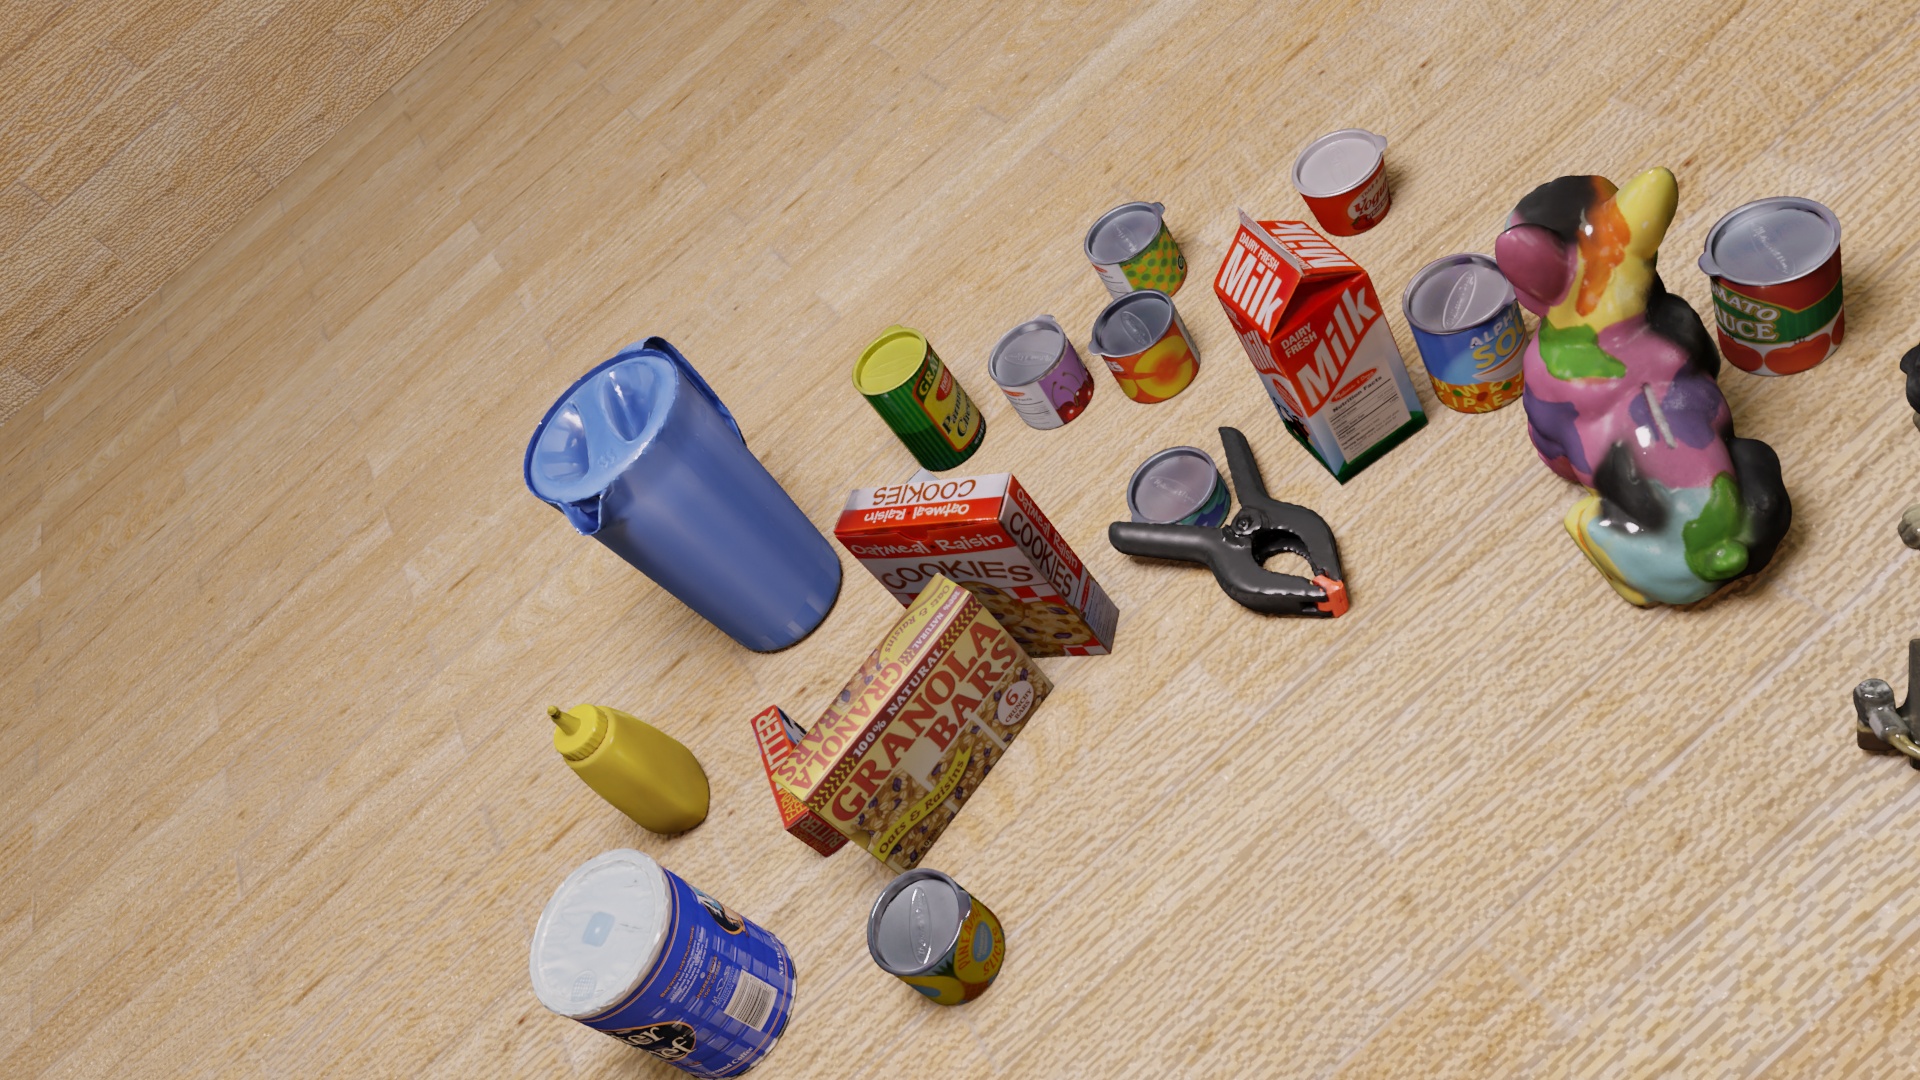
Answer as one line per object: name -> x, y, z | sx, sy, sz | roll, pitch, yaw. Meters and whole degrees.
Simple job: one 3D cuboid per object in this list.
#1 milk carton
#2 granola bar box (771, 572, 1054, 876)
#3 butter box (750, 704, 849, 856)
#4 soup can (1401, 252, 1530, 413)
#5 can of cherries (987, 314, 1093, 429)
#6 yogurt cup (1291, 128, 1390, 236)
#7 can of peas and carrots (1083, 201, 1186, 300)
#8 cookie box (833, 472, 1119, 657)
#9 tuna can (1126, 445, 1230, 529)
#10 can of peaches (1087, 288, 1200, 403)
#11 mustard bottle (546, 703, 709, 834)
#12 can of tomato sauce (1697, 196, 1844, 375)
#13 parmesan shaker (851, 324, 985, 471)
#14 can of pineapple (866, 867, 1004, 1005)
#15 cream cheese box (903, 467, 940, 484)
milk carton -> 0.223, -0.129, 0.878 | 0.073, 0.190, 0.072 | -36, 44, 5
granola bar box -> -0.025, 0.121, 0.895 | 0.039, 0.124, 0.166 | 28, 75, 44
butter box -> -0.112, 0.167, 0.969 | 0.024, 0.053, 0.104 | -35, 44, 6
soup can -> 0.328, -0.131, 0.886 | 0.071, 0.083, 0.072 | -18, 48, 22
can of cherries -> 0.065, -0.131, 1.082 | 0.071, 0.058, 0.072 | -18, 48, 22
yogurt cup -> 0.289, -0.266, 1.041 | 0.072, 0.053, 0.073 | -18, 48, 22
can of peas and carrots -> 0.142, -0.227, 1.107 | 0.071, 0.058, 0.071 | -18, 48, 22
cookie box -> 0.014, 0.023, 0.916 | 0.123, 0.167, 0.040 | -5, 54, 31
tuna can -> 0.150, -0.028, 0.961 | 0.071, 0.032, 0.071 | -18, 48, 22
can of peaches -> 0.138, -0.144, 1.043 | 0.071, 0.058, 0.071 | -18, 48, 22
mustard bottle -> -0.243, 0.154, 0.990 | 0.049, 0.159, 0.065 | -28, 45, 13
can of tomato sauce -> 0.469, -0.144, 0.801 | 0.071, 0.083, 0.071 | -18, 48, 22
parmesan shaker -> -0.031, -0.112, 1.100 | 0.071, 0.102, 0.072 | -18, 48, 22
can of pineapple -> -0.013, 0.240, 0.840 | 0.071, 0.057, 0.071 | -18, 48, 22
cream cheese box -> 0.004, -0.013, 1.033 | 0.024, 0.053, 0.104 | -47, 44, -6
